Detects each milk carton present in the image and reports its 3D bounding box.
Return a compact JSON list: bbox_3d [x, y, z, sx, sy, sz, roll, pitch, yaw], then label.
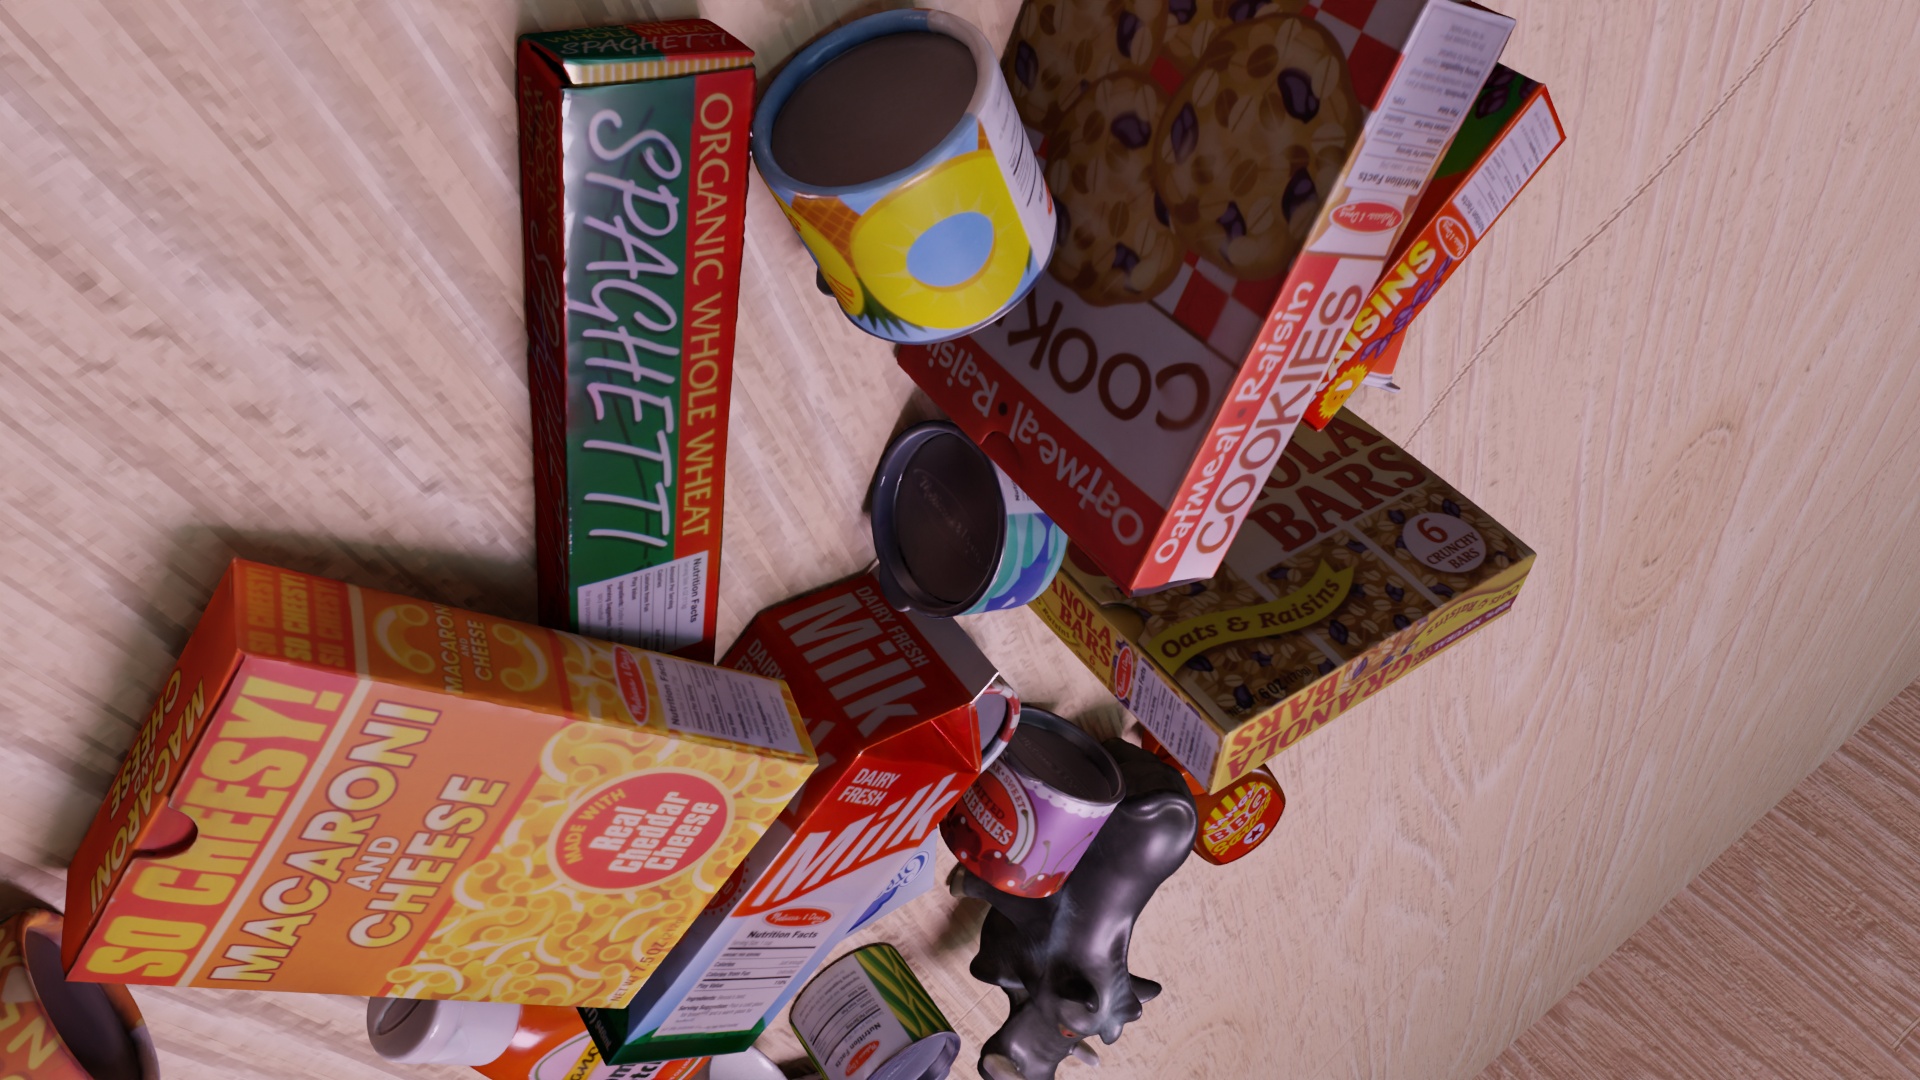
[{"bbox_3d":[-0.064,0.096,0.504,0.190,0.072,0.073,-51,144,12],"label":"milk carton"}]

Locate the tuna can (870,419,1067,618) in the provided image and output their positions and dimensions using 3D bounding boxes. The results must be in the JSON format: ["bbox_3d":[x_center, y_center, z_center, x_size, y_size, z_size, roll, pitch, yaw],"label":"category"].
[{"bbox_3d":[0.002,-0.006,0.469,0.033,0.071,0.070,-3,129,-43],"label":"tuna can"}]

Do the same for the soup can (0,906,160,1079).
[{"bbox_3d":[-0.268,0.143,0.359,0.084,0.071,0.071,-31,143,-18],"label":"soup can"}]

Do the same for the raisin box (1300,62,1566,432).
[{"bbox_3d":[0.124,-0.110,0.464,0.123,0.086,0.040,-52,146,11],"label":"raisin box"}]

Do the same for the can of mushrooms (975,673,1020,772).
[{"bbox_3d":[-0.011,0.073,0.566,0.071,0.033,0.070,-26,142,-22],"label":"can of mushrooms"}]

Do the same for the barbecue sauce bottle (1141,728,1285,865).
[{"bbox_3d":[0.136,0.133,0.765,0.065,0.044,0.148,-43,145,-1],"label":"barbecue sauce bottle"}]

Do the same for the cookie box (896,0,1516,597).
[{"bbox_3d":[0.053,-0.088,0.384,0.040,0.123,0.166,-5,130,-40],"label":"cookie box"}]

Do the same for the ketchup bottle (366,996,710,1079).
[{"bbox_3d":[-0.154,0.182,0.529,0.064,0.044,0.148,-47,144,5],"label":"ketchup bottle"}]

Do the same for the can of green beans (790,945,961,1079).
[{"bbox_3d":[-0.043,0.245,0.691,0.071,0.058,0.071,-26,141,-23],"label":"can of green beans"}]

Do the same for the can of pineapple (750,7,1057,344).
[{"bbox_3d":[-0.015,-0.093,0.362,0.071,0.071,0.057,-40,144,-5],"label":"can of pineapple"}]

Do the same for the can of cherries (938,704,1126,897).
[{"bbox_3d":[0.029,0.116,0.621,0.071,0.072,0.058,6,122,-47],"label":"can of cherries"}]

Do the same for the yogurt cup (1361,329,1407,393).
[{"bbox_3d":[0.139,-0.094,0.516,0.072,0.072,0.053,1,117,-45],"label":"yogurt cup"}]

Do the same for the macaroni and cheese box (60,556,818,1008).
[{"bbox_3d":[-0.144,0.080,0.400,0.166,0.040,0.123,19,118,-39],"label":"macaroni and cheese box"}]

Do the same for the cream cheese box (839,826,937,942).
[{"bbox_3d":[-0.059,0.156,0.612,0.104,0.024,0.053,-25,142,-24],"label":"cream cheese box"}]

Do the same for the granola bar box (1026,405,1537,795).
[{"bbox_3d":[0.124,0.011,0.556,0.166,0.124,0.038,-25,141,-25],"label":"granola bar box"}]

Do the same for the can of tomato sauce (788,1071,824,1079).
[{"bbox_3d":[-0.067,0.314,0.727,0.083,0.071,0.071,7,121,-48],"label":"can of tomato sauce"}]

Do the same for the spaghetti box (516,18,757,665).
[{"bbox_3d":[-0.093,-0.021,0.392,0.050,0.029,0.248,-18,138,-32],"label":"spaghetti box"}]
